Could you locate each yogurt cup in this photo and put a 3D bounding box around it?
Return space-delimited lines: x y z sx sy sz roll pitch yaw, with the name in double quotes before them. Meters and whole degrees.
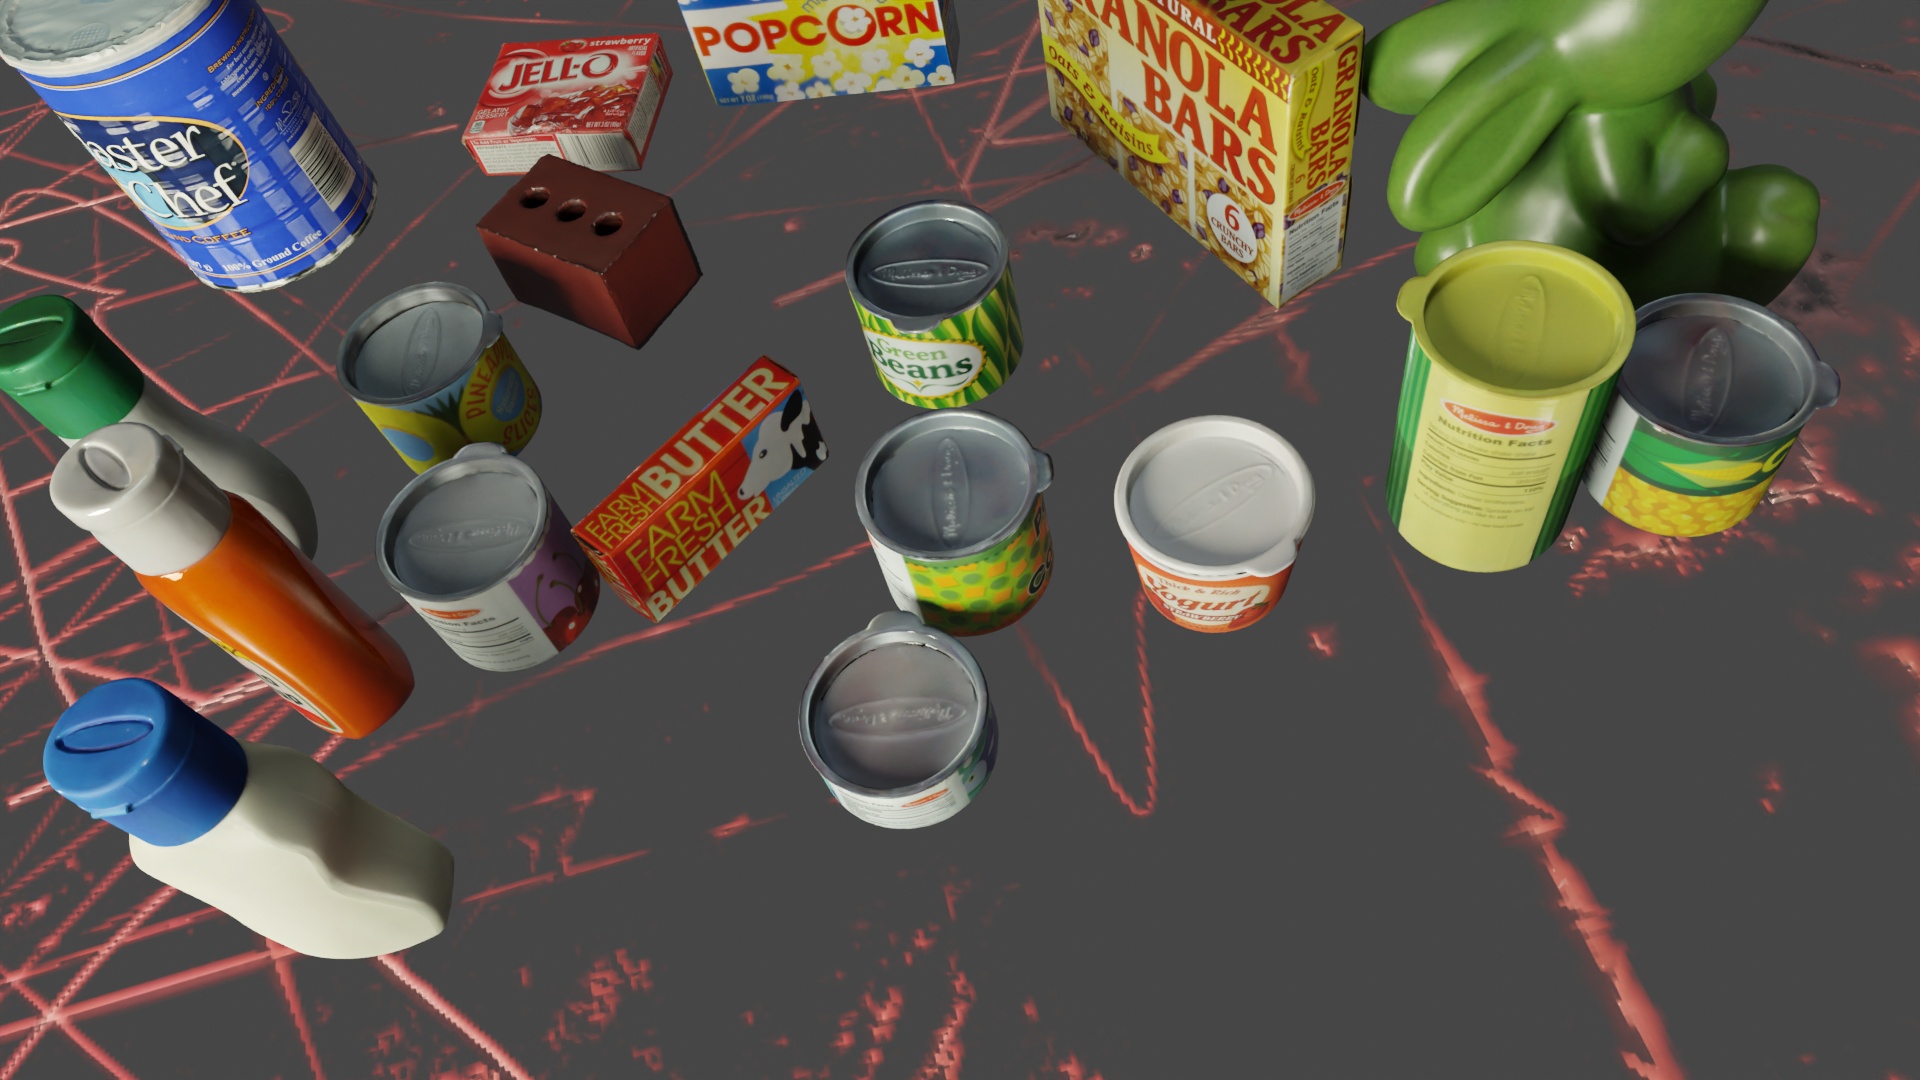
"yogurt cup" 0.091 -0.003 0.497 0.072 0.053 0.073 -5 57 7

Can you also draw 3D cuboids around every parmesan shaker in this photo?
"parmesan shaker" 0.182 -0.044 0.478 0.071 0.102 0.071 -5 57 7

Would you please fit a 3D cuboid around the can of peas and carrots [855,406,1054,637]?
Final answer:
"can of peas and carrots" 0.002 -0.006 0.512 0.071 0.058 0.071 -5 57 7

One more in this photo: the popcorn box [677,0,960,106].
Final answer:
"popcorn box" -0.069 -0.261 0.676 0.127 0.085 0.038 -3 57 8

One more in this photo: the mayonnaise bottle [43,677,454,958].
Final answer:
"mayonnaise bottle" -0.218 0.091 0.434 0.065 0.147 0.041 -9 56 5

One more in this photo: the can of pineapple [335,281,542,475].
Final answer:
"can of pineapple" -0.218 -0.066 0.592 0.071 0.057 0.071 -5 57 7

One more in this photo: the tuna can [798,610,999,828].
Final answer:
"tuna can" -0.021 0.063 0.487 0.071 0.032 0.071 -5 57 7

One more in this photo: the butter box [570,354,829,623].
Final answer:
"butter box" -0.098 -0.020 0.542 0.024 0.053 0.104 34 69 27

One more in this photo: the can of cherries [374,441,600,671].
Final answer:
"can of cherries" -0.179 0.007 0.536 0.071 0.058 0.072 -5 57 7

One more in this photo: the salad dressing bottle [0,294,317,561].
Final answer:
"salad dressing bottle" -0.305 -0.032 0.530 0.064 0.147 0.044 -13 56 2

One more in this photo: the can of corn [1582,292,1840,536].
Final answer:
"can of corn" 0.260 -0.043 0.490 0.071 0.058 0.071 -5 57 7

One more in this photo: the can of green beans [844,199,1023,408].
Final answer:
"can of green beans" -0.009 -0.097 0.574 0.071 0.057 0.071 -5 57 7

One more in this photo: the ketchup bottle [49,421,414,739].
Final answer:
"ketchup bottle" -0.252 0.016 0.489 0.065 0.148 0.044 31 68 26

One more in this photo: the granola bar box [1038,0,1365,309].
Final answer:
"granola bar box" 0.095 -0.192 0.578 0.039 0.123 0.166 -33 58 -11
